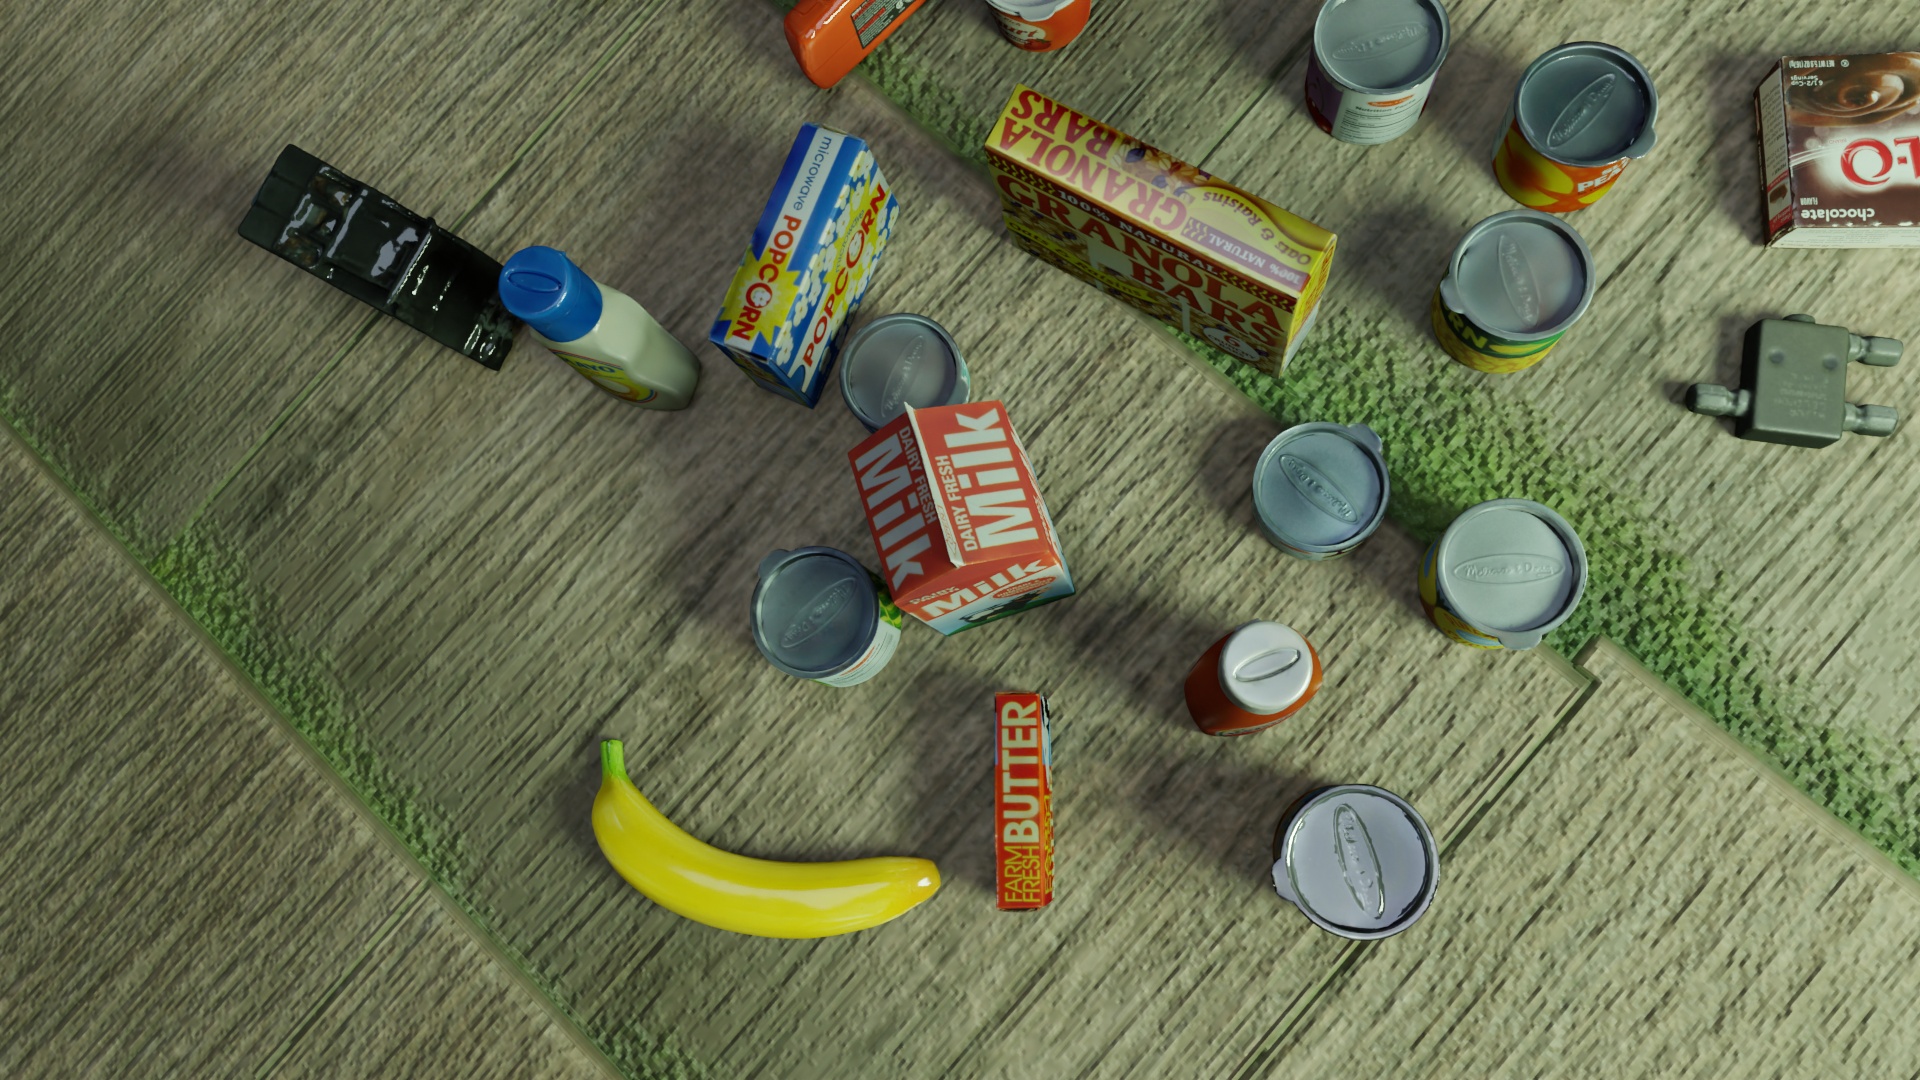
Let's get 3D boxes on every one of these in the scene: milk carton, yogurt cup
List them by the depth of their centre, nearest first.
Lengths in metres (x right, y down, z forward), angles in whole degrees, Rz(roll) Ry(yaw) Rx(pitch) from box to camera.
[{"bbox_3d":[0.002,-0.008,0.639,0.073,0.190,0.072,-19,77,5],"label":"milk carton"},{"bbox_3d":[0.042,-0.305,0.761,0.072,0.054,0.072,-2,79,9],"label":"yogurt cup"}]

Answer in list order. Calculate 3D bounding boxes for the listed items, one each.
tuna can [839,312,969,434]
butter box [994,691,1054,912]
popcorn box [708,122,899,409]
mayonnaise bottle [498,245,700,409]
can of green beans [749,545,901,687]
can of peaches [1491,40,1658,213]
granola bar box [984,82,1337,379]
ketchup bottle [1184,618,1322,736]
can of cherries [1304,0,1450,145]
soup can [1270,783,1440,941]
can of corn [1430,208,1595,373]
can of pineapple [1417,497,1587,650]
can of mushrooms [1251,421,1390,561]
[{"bbox_3d":[-0.027,-0.084,0.739,0.071,0.033,0.071,-2,79,9],"label":"tuna can"},{"bbox_3d":[0.031,0.127,0.679,0.024,0.053,0.103,-2,79,9],"label":"butter box"},{"bbox_3d":[-0.079,-0.143,0.732,0.038,0.085,0.127,21,83,12],"label":"popcorn box"},{"bbox_3d":[-0.185,-0.106,0.709,0.065,0.148,0.041,14,82,11],"label":"mayonnaise bottle"},{"bbox_3d":[-0.067,0.040,0.709,0.071,0.057,0.071,-2,79,9],"label":"can of green beans"},{"bbox_3d":[0.308,-0.204,0.697,0.071,0.058,0.071,-2,79,9],"label":"can of peaches"},{"bbox_3d":[0.097,-0.148,0.685,0.166,0.124,0.039,30,86,13],"label":"granola bar box"},{"bbox_3d":[0.133,0.062,0.627,0.065,0.148,0.043,-22,77,5],"label":"ketchup bottle"},{"bbox_3d":[0.214,-0.250,0.721,0.071,0.058,0.071,-2,79,9],"label":"can of cherries"},{"bbox_3d":[0.176,0.146,0.637,0.071,0.083,0.071,-2,79,9],"label":"soup can"},{"bbox_3d":[0.269,-0.121,0.687,0.071,0.058,0.071,-2,79,9],"label":"can of corn"},{"bbox_3d":[0.256,0.019,0.662,0.071,0.058,0.071,-2,79,9],"label":"can of pineapple"},{"bbox_3d":[0.181,-0.025,0.695,0.071,0.033,0.071,-2,79,9],"label":"can of mushrooms"}]
